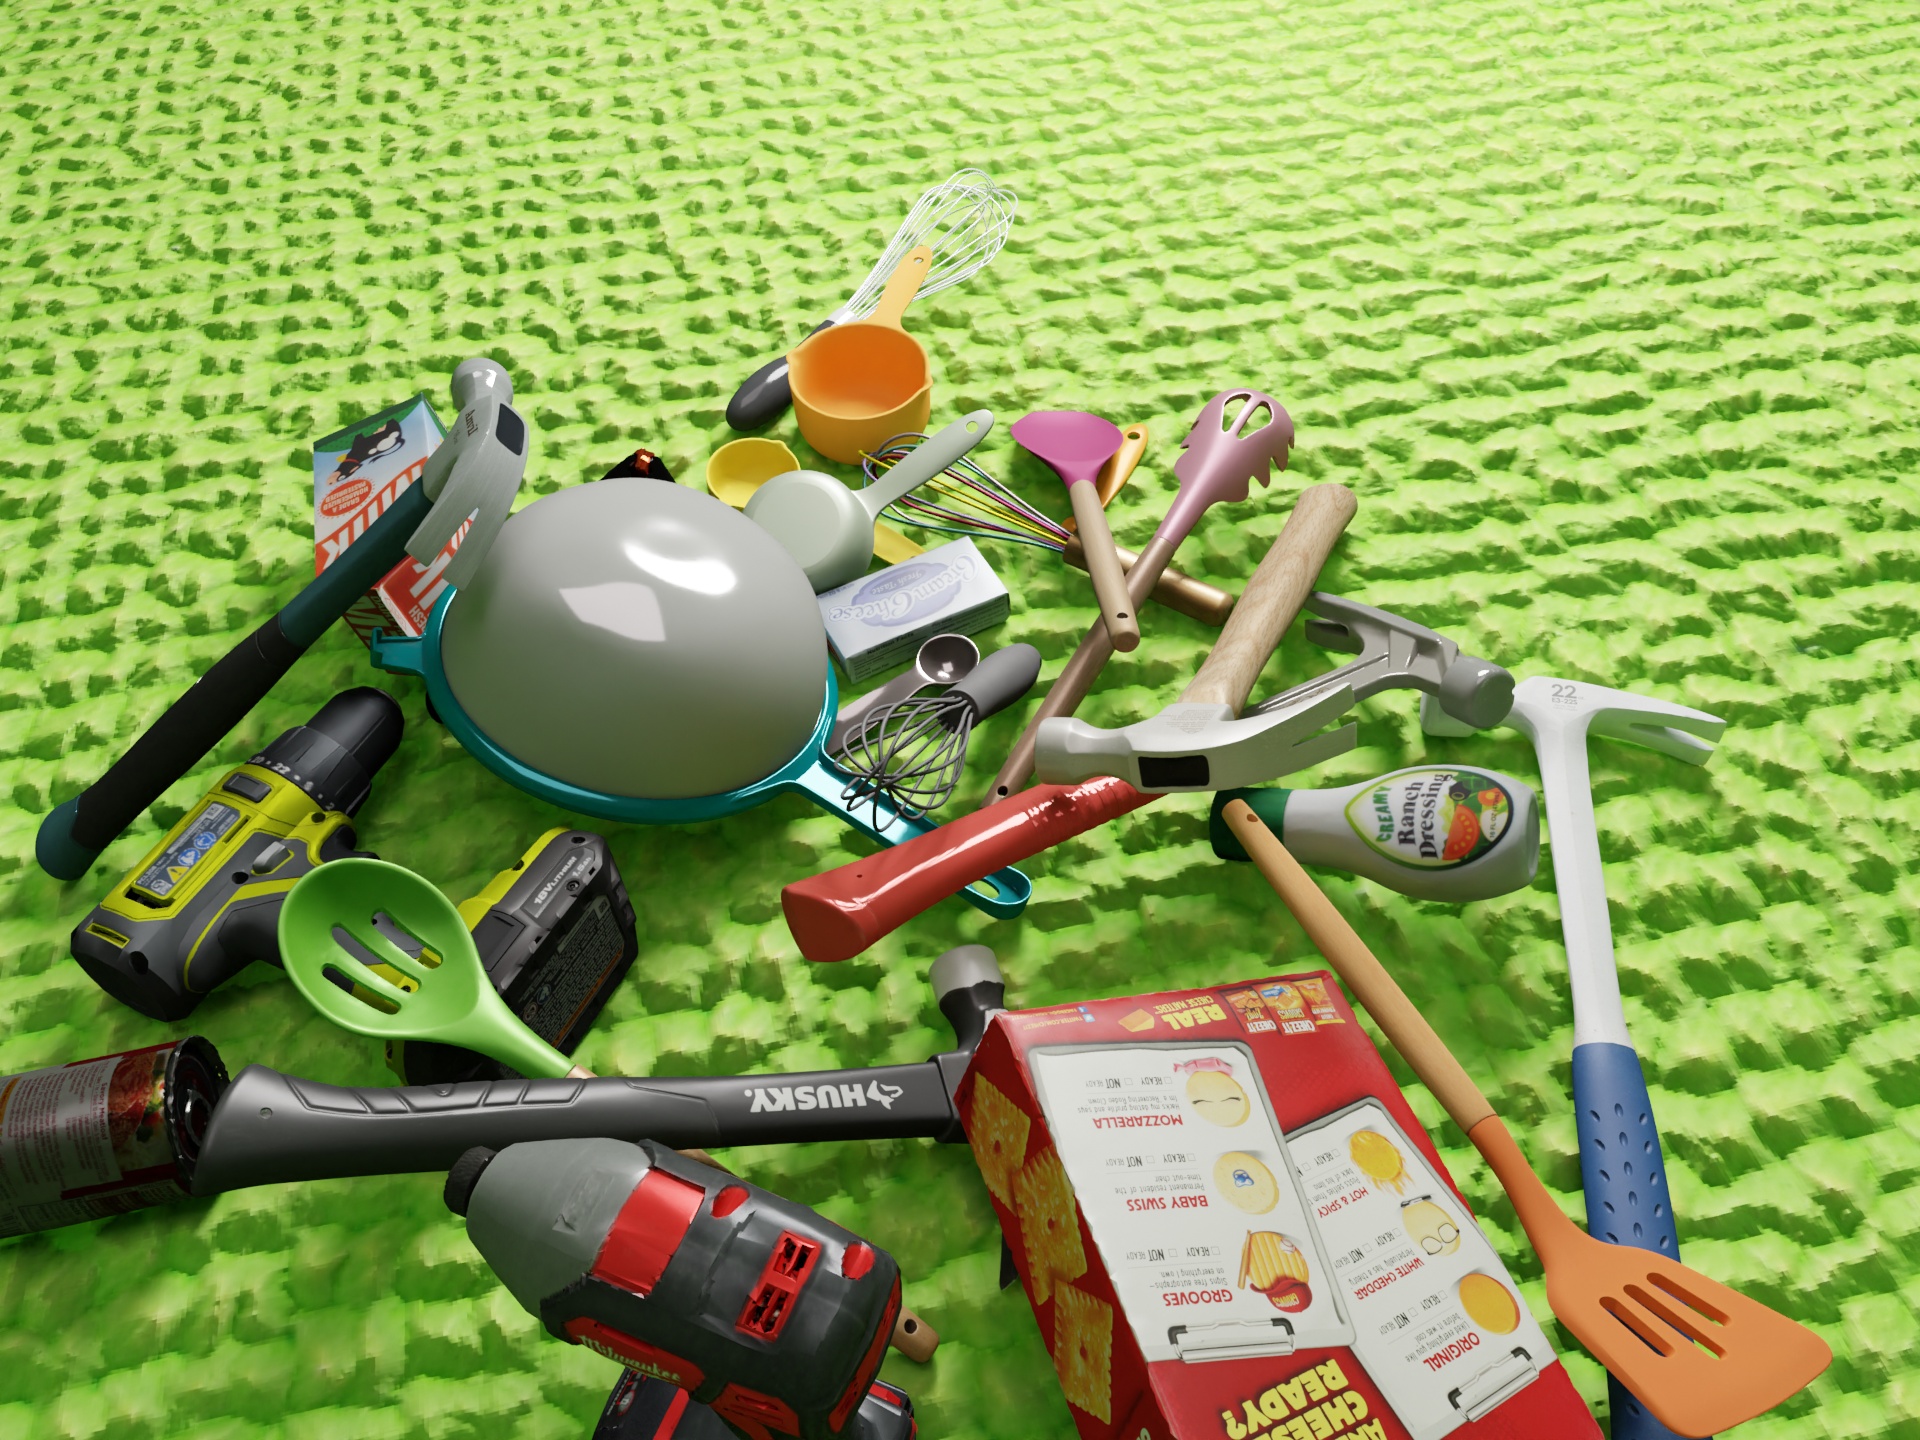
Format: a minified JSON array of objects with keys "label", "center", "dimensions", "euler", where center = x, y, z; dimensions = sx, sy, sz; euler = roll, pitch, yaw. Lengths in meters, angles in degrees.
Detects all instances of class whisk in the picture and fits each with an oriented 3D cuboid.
[{"label":"whisk","center":[-0.058,-0.282,1.069],"dimensions":[0.070,0.070,0.285],"euler":[29,62,25]},{"label":"whisk","center":[0.043,-0.109,0.921],"dimensions":[0.245,0.047,0.051],"euler":[26,74,18]},{"label":"whisk","center":[-0.001,-0.001,0.769],"dimensions":[0.055,0.055,0.239],"euler":[15,20,15]}]

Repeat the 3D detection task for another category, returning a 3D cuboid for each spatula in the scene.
[{"label":"spatula","center":[0.202,0.141,0.651],"dimensions":[0.081,0.041,0.323],"euler":[-12,47,-26]}]

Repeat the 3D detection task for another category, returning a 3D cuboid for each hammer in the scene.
[{"label":"hammer","center":[-0.111,0.157,0.613],"dimensions":[0.334,0.035,0.146],"euler":[4,49,-29]},{"label":"hammer","center":[0.080,0.023,0.757],"dimensions":[0.359,0.036,0.149],"euler":[-22,28,-21]},{"label":"hammer","center":[-0.334,-0.037,0.778],"dimensions":[0.331,0.033,0.128],"euler":[-40,40,11]},{"label":"hammer","center":[0.288,0.136,0.700],"dimensions":[0.144,0.035,0.406],"euler":[4,50,7]},{"label":"hammer","center":[0.155,-0.052,0.804],"dimensions":[0.130,0.031,0.331],"euler":[2,28,25]}]

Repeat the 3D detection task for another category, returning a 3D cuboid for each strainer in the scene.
[{"label":"strainer","center":[-0.101,-0.023,0.776],"dimensions":[0.340,0.095,0.211],"euler":[32,42,12]}]

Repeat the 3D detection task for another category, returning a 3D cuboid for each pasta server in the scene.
[{"label":"pasta server","center":[0.097,-0.071,0.867],"dimensions":[0.060,0.040,0.316],"euler":[28,69,15]}]

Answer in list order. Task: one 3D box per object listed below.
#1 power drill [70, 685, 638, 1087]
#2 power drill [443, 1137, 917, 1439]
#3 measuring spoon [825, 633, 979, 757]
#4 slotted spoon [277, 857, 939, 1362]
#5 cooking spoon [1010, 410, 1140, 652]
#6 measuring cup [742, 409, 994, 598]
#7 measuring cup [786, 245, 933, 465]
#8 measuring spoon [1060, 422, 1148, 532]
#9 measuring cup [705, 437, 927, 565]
[{"label":"power drill","center":[-0.273,0.078,0.755],"dimensions":[0.228,0.080,0.191],"euler":[17,52,20]},{"label":"power drill","center":[-0.087,0.213,0.532],"dimensions":[0.143,0.219,0.079],"euler":[17,52,16]},{"label":"measuring spoon","center":[-0.042,-0.005,0.858],"dimensions":[0.124,0.018,0.034],"euler":[-34,59,-15]},{"label":"slotted spoon","center":[-0.139,0.161,0.637],"dimensions":[0.314,0.031,0.070],"euler":[35,50,2]},{"label":"cooking spoon","center":[0.070,-0.117,0.885],"dimensions":[0.068,0.017,0.319],"euler":[0,30,-3]},{"label":"measuring cup","center":[-0.053,-0.131,0.904],"dimensions":[0.167,0.038,0.083],"euler":[-35,76,3]},{"label":"measuring cup","center":[-0.049,-0.234,1.020],"dimensions":[0.095,0.052,0.174],"euler":[14,55,11]},{"label":"measuring spoon","center":[0.090,-0.149,0.972],"dimensions":[0.021,0.011,0.117],"euler":[19,53,18]},{"label":"measuring cup","center":[-0.083,-0.118,0.953],"dimensions":[0.156,0.029,0.062],"euler":[29,58,11]}]
